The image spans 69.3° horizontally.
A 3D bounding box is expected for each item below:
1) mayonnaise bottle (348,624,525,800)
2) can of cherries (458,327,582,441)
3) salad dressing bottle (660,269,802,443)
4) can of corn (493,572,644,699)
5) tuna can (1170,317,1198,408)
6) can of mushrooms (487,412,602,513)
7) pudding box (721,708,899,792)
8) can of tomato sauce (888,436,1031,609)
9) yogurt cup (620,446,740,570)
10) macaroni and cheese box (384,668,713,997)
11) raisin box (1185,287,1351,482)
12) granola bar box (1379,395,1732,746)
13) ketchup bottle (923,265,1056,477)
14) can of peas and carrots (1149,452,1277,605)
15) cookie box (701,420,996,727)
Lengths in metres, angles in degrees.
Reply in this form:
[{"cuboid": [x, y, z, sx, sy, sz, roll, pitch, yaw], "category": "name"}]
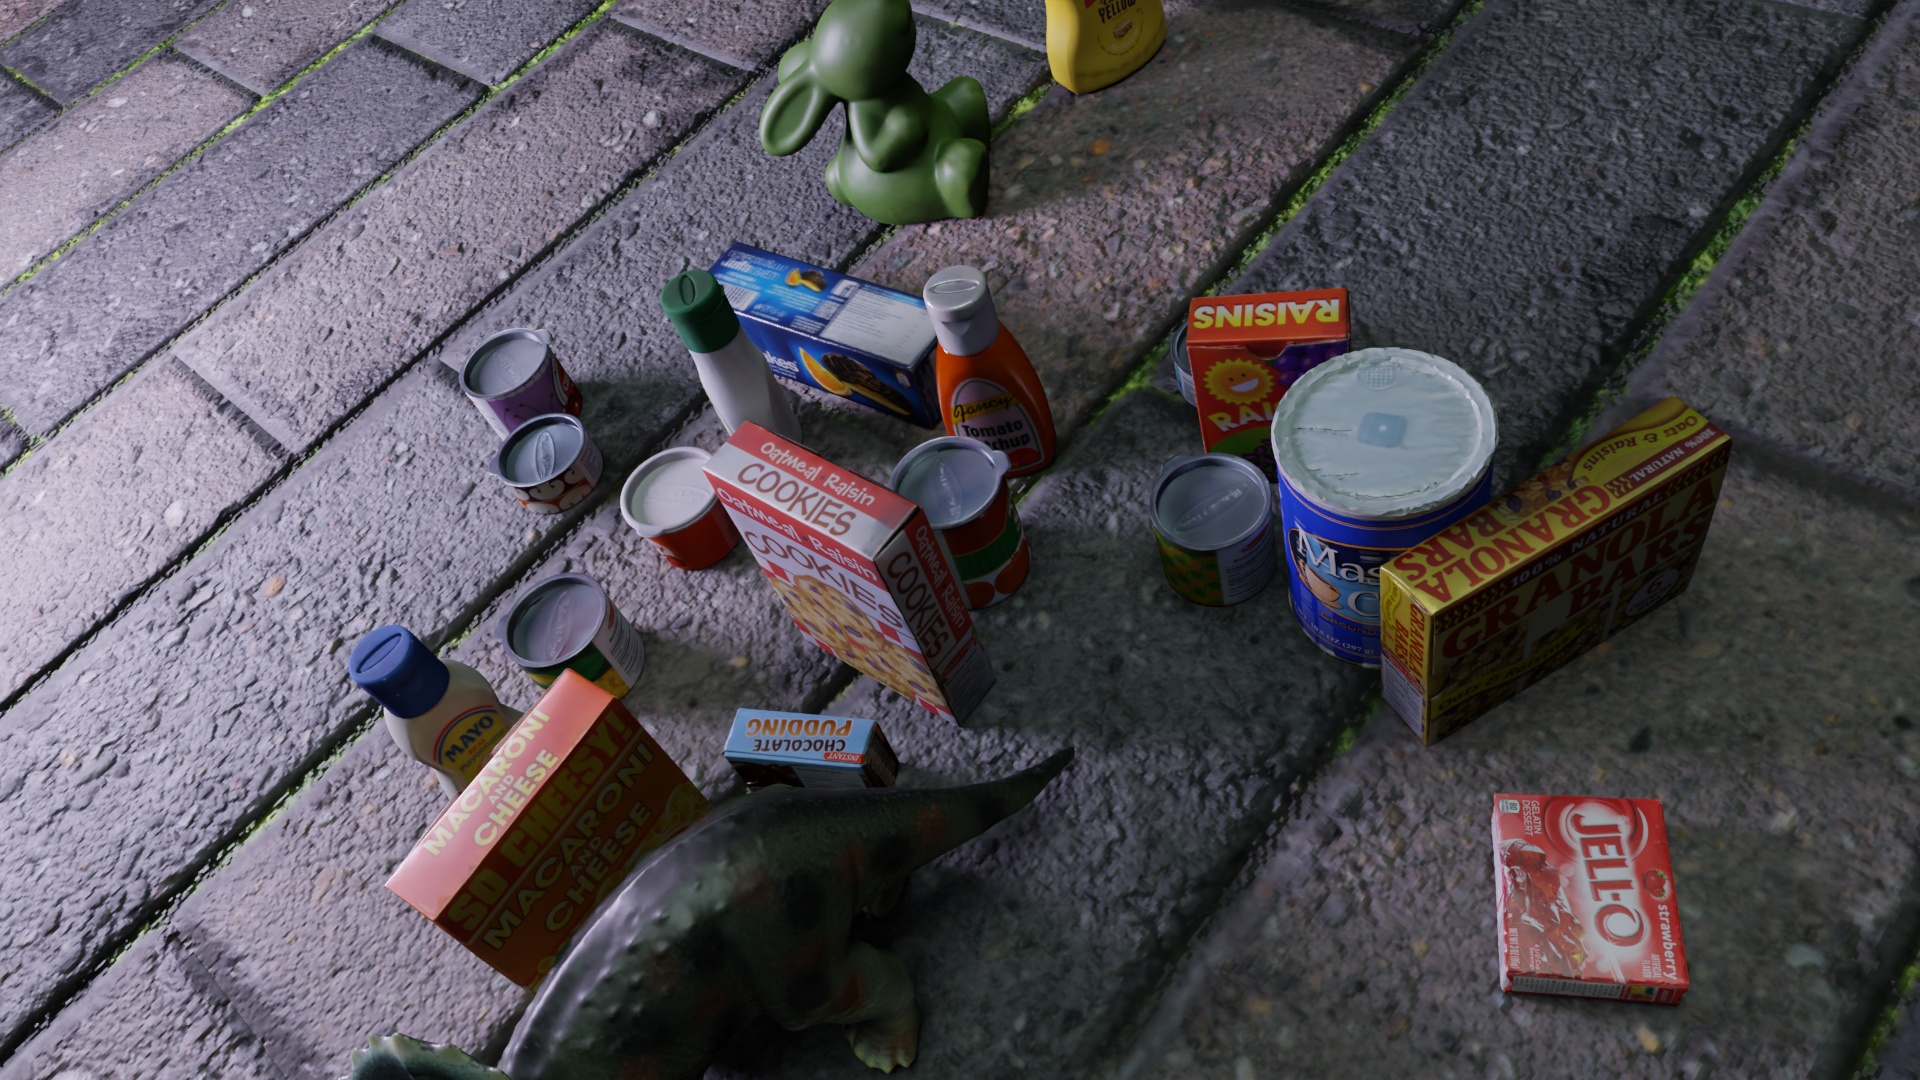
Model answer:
[{"cuboid": [-0.278, 0.101, 0.763, 0.041, 0.147, 0.065, 32, 68, 33], "category": "mayonnaise bottle"}, {"cuboid": [-0.310, -0.109, 0.989, 0.071, 0.058, 0.072, -8, 52, 11], "category": "can of cherries"}, {"cuboid": [-0.144, -0.107, 0.881, 0.044, 0.147, 0.064, -19, 51, 3], "category": "salad dressing bottle"}, {"cuboid": [-0.234, 0.063, 0.836, 0.071, 0.058, 0.071, -8, 52, 11], "category": "can of corn"}, {"cuboid": [0.167, -0.115, 0.866, 0.071, 0.032, 0.071, -8, 52, 11], "category": "tuna can"}, {"cuboid": [-0.284, -0.052, 0.955, 0.071, 0.033, 0.071, -8, 52, 11], "category": "can of mushrooms"}, {"cuboid": [-0.081, 0.118, 0.753, 0.084, 0.049, 0.030, 2, 55, 18], "category": "pudding box"}, {"cuboid": [0.003, -0.010, 0.804, 0.071, 0.082, 0.071, -8, 52, 11], "category": "can of tomato sauce"}, {"cuboid": [-0.174, -0.018, 0.882, 0.072, 0.053, 0.073, -8, 52, 11], "category": "yogurt cup"}, {"cuboid": [-0.185, 0.157, 0.680, 0.040, 0.165, 0.124, 22, 63, 30], "category": "macaroni and cheese box"}, {"cuboid": [0.177, -0.083, 0.781, 0.086, 0.123, 0.040, 0, 54, 17], "category": "raisin box"}, {"cuboid": [0.283, 0.018, 0.671, 0.166, 0.123, 0.039, -30, 51, -6], "category": "granola bar box"}, {"cuboid": [0.014, -0.098, 0.825, 0.065, 0.148, 0.044, -6, 53, 13], "category": "ketchup bottle"}, {"cuboid": [0.140, -0.007, 0.776, 0.071, 0.058, 0.071, -8, 52, 11], "category": "can of peas and carrots"}, {"cuboid": [-0.056, 0.020, 0.745, 0.123, 0.166, 0.040, 26, 65, 31], "category": "cookie box"}]
